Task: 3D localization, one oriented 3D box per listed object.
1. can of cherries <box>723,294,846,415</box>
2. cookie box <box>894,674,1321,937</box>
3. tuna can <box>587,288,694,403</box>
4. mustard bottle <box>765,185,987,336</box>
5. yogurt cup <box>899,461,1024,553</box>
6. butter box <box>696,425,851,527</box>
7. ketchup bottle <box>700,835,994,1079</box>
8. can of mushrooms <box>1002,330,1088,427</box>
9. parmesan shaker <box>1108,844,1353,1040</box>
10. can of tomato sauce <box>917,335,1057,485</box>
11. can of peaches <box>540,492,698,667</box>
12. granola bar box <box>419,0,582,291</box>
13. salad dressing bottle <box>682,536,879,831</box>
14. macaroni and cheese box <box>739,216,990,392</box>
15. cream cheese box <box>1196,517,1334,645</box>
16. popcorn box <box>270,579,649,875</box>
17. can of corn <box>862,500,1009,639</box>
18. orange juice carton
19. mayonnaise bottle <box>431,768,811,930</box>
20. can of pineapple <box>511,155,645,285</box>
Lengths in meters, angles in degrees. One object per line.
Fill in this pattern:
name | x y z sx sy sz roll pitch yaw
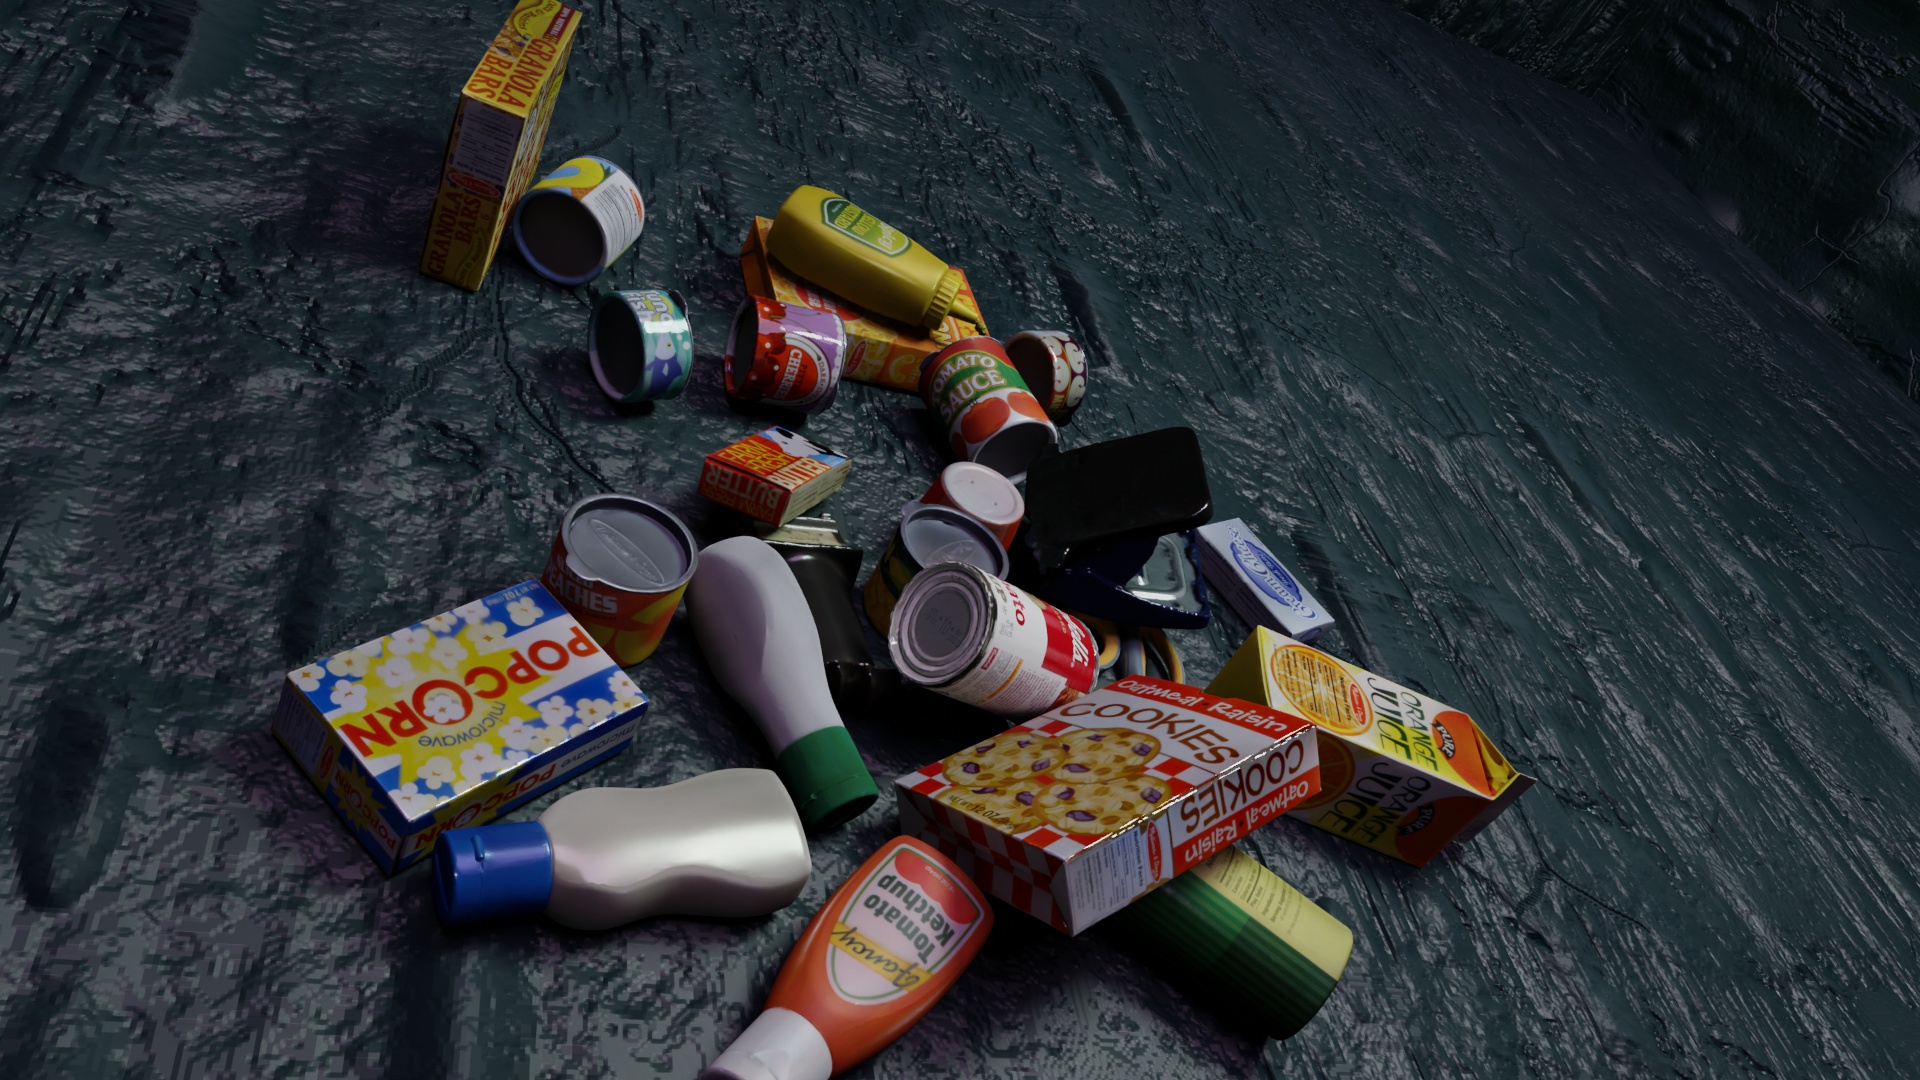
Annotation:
can of cherries | -0.111 -0.115 0.871 0.058 0.071 0.072 10 40 -27
cookie box | 0.072 0.117 0.667 0.168 0.040 0.123 -19 18 -35
tuna can | -0.187 -0.116 0.813 0.033 0.070 0.071 -13 54 -43
mustard bottle | -0.050 -0.183 0.942 0.160 0.048 0.066 27 37 -4
yogurt cup | 0.003 -0.011 0.840 0.072 0.053 0.073 19 37 -15
butter box | -0.104 -0.038 0.790 0.053 0.024 0.104 23 18 8
ketchup bottle | -0.047 0.186 0.575 0.065 0.043 0.149 39 36 11
can of mushrooms | 0.058 -0.116 0.999 0.033 0.070 0.071 -6 50 -42
parmesan shaker | 0.130 0.189 0.681 0.103 0.071 0.072 36 35 6
can of tomato sauce | 0.017 -0.086 0.929 0.071 0.070 0.083 0 46 -36
can of peaches | -0.169 0.021 0.672 0.071 0.057 0.071 20 37 -16
granola bar box | -0.283 -0.250 0.858 0.039 0.123 0.166 19 37 -17
salad dressing bottle | -0.087 0.069 0.676 0.044 0.064 0.148 -2 55 -47
macaroni and cheese box | -0.065 -0.162 0.985 0.167 0.040 0.124 9 41 -27
cream cheese box | 0.206 0.031 0.964 0.053 0.024 0.104 -12 53 -42
popcorn box | -0.210 0.074 0.594 0.085 0.038 0.127 43 37 16
can of corn | -0.017 0.021 0.783 0.071 0.058 0.071 20 37 -16
orange juice carton | 0.245 0.131 0.831 0.193 0.071 0.073 23 36 -11
mayonnaise bottle | -0.139 0.131 0.577 0.148 0.041 0.065 1 44 -34
can of pineapple | -0.244 -0.203 0.883 0.071 0.070 0.058 28 35 -5
